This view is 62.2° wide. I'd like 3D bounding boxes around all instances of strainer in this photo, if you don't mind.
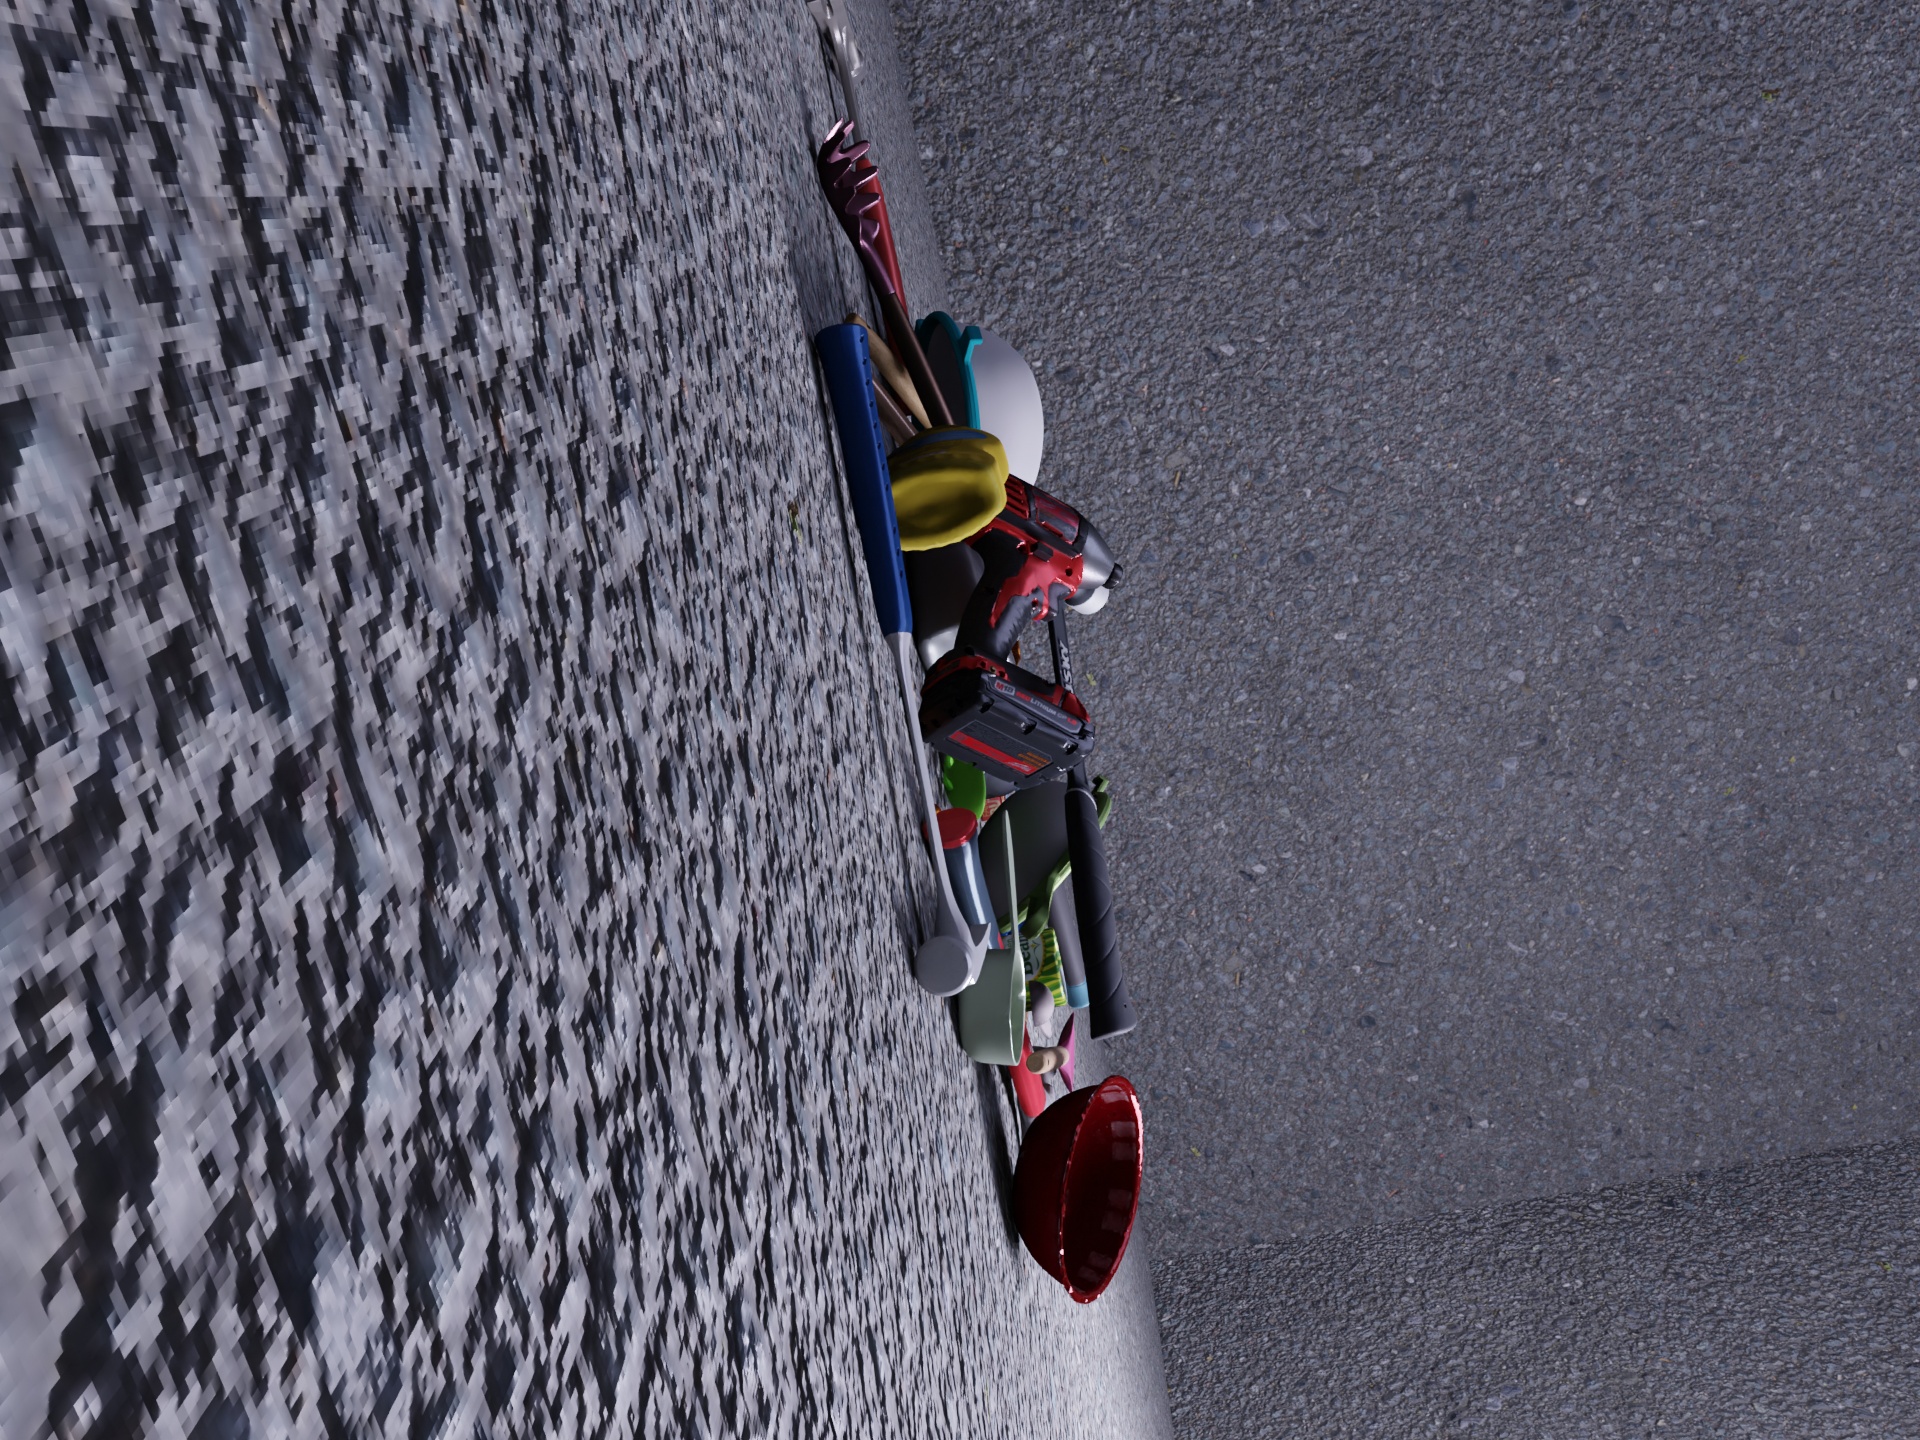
[{"bbox_3d":[0.048,0.112,1.279,0.069,0.151,0.256,41,12,-3],"label":"strainer"},{"bbox_3d":[0.023,0.022,1.395,0.050,0.087,0.258,32,9,-13],"label":"strainer"},{"bbox_3d":[0.027,-0.210,1.485,0.211,0.095,0.340,-136,-140,-68],"label":"strainer"}]

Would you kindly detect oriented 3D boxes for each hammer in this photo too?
[{"bbox_3d":[0.030,0.211,1.165,0.143,0.038,0.385,-94,171,-45],"label":"hammer"},{"bbox_3d":[-0.077,-0.453,1.428,0.149,0.036,0.359,-21,99,-85],"label":"hammer"},{"bbox_3d":[0.089,0.043,1.226,0.149,0.036,0.409,26,51,-50],"label":"hammer"},{"bbox_3d":[0.076,0.120,1.548,0.128,0.033,0.331,-74,149,-80],"label":"hammer"},{"bbox_3d":[-0.037,-0.040,0.971,0.144,0.035,0.405,37,43,-82],"label":"hammer"}]

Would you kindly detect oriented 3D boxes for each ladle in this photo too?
[{"bbox_3d":[-0.008,-0.226,1.295,0.315,0.031,0.069,45,24,-49],"label":"ladle"}]

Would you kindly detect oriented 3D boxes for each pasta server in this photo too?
[{"bbox_3d":[-0.038,-0.300,1.210,0.316,0.040,0.060,66,21,-5],"label":"pasta server"}]

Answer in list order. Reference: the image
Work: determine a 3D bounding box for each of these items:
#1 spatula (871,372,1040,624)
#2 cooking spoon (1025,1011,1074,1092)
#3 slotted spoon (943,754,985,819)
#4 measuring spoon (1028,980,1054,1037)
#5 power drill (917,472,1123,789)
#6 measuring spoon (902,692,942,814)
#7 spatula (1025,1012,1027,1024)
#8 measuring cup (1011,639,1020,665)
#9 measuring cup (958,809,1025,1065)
[{"bbox_3d":[-0.006,-0.176,1.238,0.315,0.018,0.060,47,26,-49],"label":"spatula"},{"bbox_3d":[0.074,0.259,1.224,0.318,0.017,0.069,52,39,-77],"label":"cooking spoon"},{"bbox_3d":[-0.002,-0.004,1.342,0.314,0.031,0.070,-95,-173,-67],"label":"slotted spoon"},{"bbox_3d":[0.067,0.224,1.216,0.124,0.018,0.034,67,16,-67],"label":"measuring spoon"},{"bbox_3d":[0.050,-0.070,1.162,0.078,0.143,0.220,-33,-141,49],"label":"power drill"},{"bbox_3d":[-0.027,0.017,1.092,0.021,0.011,0.117,8,71,-85],"label":"measuring spoon"},{"bbox_3d":[0.065,0.211,1.531,0.318,0.044,0.082,-85,159,-68],"label":"spatula"},{"bbox_3d":[0.012,-0.056,1.356,0.174,0.052,0.095,-83,157,-47],"label":"measuring cup"},{"bbox_3d":[0.019,0.143,1.049,0.083,0.038,0.167,0,87,-81],"label":"measuring cup"}]
